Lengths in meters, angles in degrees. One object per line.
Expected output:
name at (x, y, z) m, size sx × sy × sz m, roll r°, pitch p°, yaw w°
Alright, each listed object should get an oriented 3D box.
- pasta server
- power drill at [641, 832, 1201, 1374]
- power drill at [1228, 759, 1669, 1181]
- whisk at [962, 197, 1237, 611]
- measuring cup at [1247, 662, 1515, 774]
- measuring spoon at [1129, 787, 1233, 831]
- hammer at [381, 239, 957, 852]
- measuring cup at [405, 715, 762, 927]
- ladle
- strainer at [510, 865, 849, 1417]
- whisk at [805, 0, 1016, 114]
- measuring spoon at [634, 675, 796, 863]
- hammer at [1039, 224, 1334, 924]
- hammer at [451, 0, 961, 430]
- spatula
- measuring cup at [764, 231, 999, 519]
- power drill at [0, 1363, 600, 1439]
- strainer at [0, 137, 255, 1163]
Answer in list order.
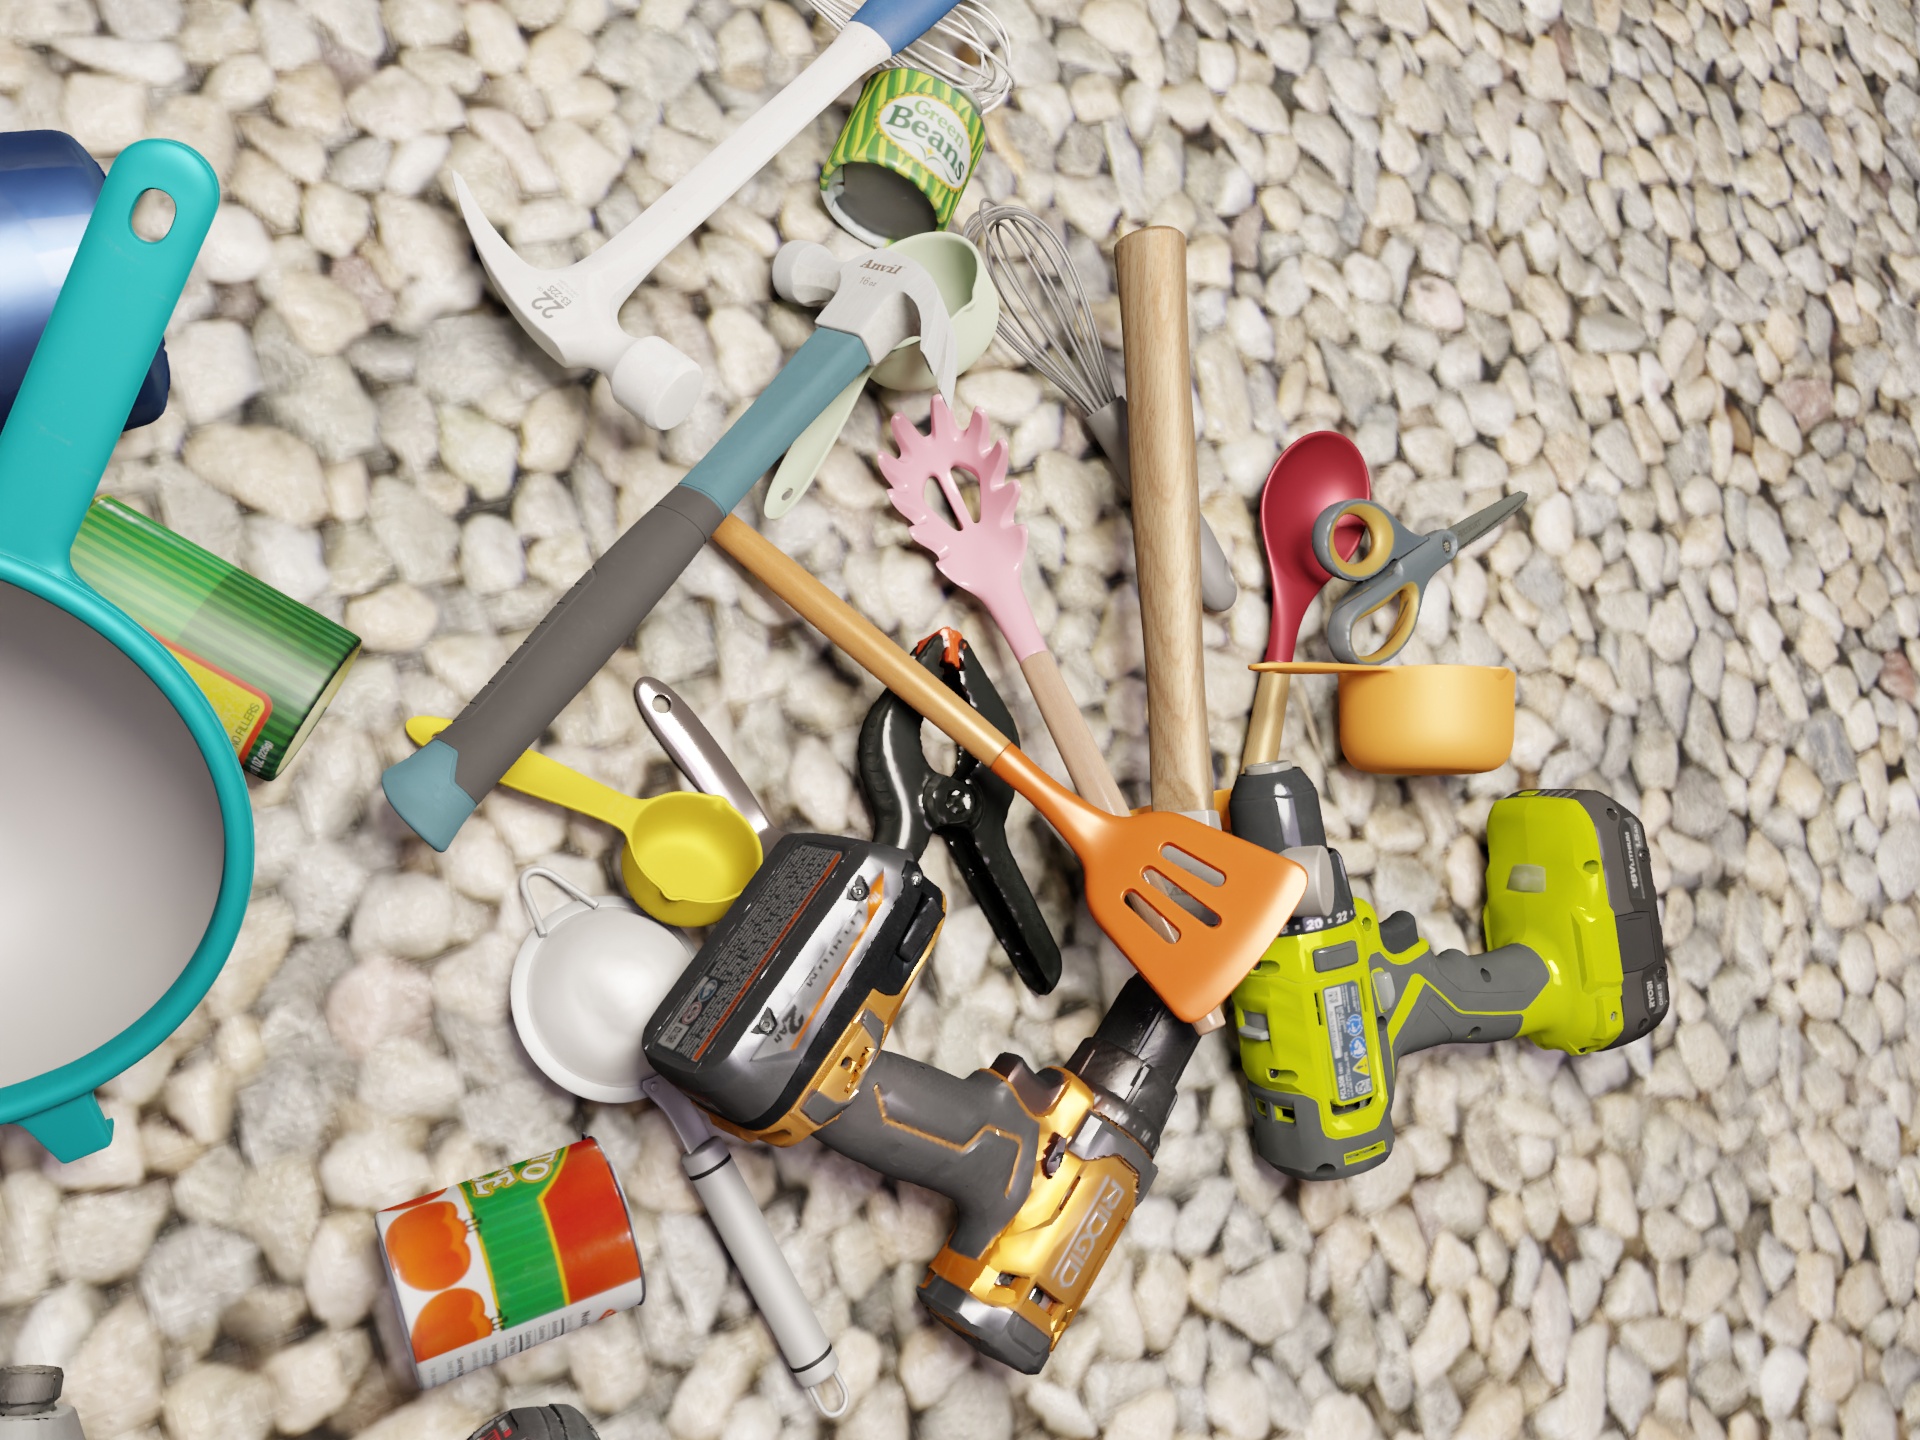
pasta server at (0.044, -0.007, 0.719) m, size 0.060 × 0.040 × 0.316 m, roll -24°, pitch 73°, yaw -1°
power drill at (0.005, 0.137, 0.657) m, size 0.226 × 0.084 × 0.185 m, roll 46°, pitch 67°, yaw -27°
power drill at (0.230, 0.102, 0.780) m, size 0.228 × 0.080 × 0.190 m, roll -10°, pitch 92°, yaw -25°
whisk at (0.073, -0.156, 0.800) m, size 0.055 × 0.055 × 0.239 m, roll -37°, pitch 98°, yaw -27°
measuring cup at (0.204, 0.000, 0.786) m, size 0.173 × 0.095 × 0.052 m, roll 3°, pitch 85°, yaw -37°
measuring spoon at (0.116, 0.046, 0.777) m, size 0.117 × 0.011 × 0.021 m, roll -6°, pitch 82°, yaw -13°
hammer at (-0.119, -0.082, 0.666) m, size 0.331 × 0.128 × 0.033 m, roll -52°, pitch 142°, yaw -20°
measuring cup at (-0.158, 0.040, 0.661) m, size 0.156 × 0.029 × 0.062 m, roll 24°, pitch 42°, yaw -3°
ladle at (0.159, -0.003, 0.813) m, size 0.069 × 0.031 × 0.315 m, roll 22°, pitch 72°, yaw -24°
strainer at (-0.105, 0.170, 0.647) m, size 0.087 × 0.050 × 0.258 m, roll -30°, pitch 94°, yaw -41°
whisk at (-0.082, -0.368, 0.782) m, size 0.246 × 0.059 × 0.058 m, roll 24°, pitch 92°, yaw -12°
measuring spoon at (-0.100, 0.030, 0.692) m, size 0.034 × 0.018 × 0.124 m, roll -40°, pitch 95°, yaw -26°
hammer at (0.095, -0.070, 0.743) m, size 0.031 × 0.130 × 0.331 m, roll 17°, pitch 68°, yaw -63°
hammer at (-0.054, -0.309, 0.728) m, size 0.144 × 0.035 × 0.405 m, roll 38°, pitch 73°, yaw 12°
spatula at (-0.001, -0.002, 0.684) m, size 0.323 × 0.041 × 0.081 m, roll 39°, pitch 83°, yaw 8°
measuring cup at (-0.039, -0.153, 0.740) m, size 0.168 × 0.083 × 0.038 m, roll -61°, pitch 143°, yaw -16°
power drill at (-0.237, 0.292, 0.539) m, size 0.219 × 0.078 × 0.143 m, roll 7°, pitch 75°, yaw -20°
strainer at (-0.313, -0.030, 0.513) m, size 0.210 × 0.095 × 0.340 m, roll 24°, pitch 101°, yaw -26°
